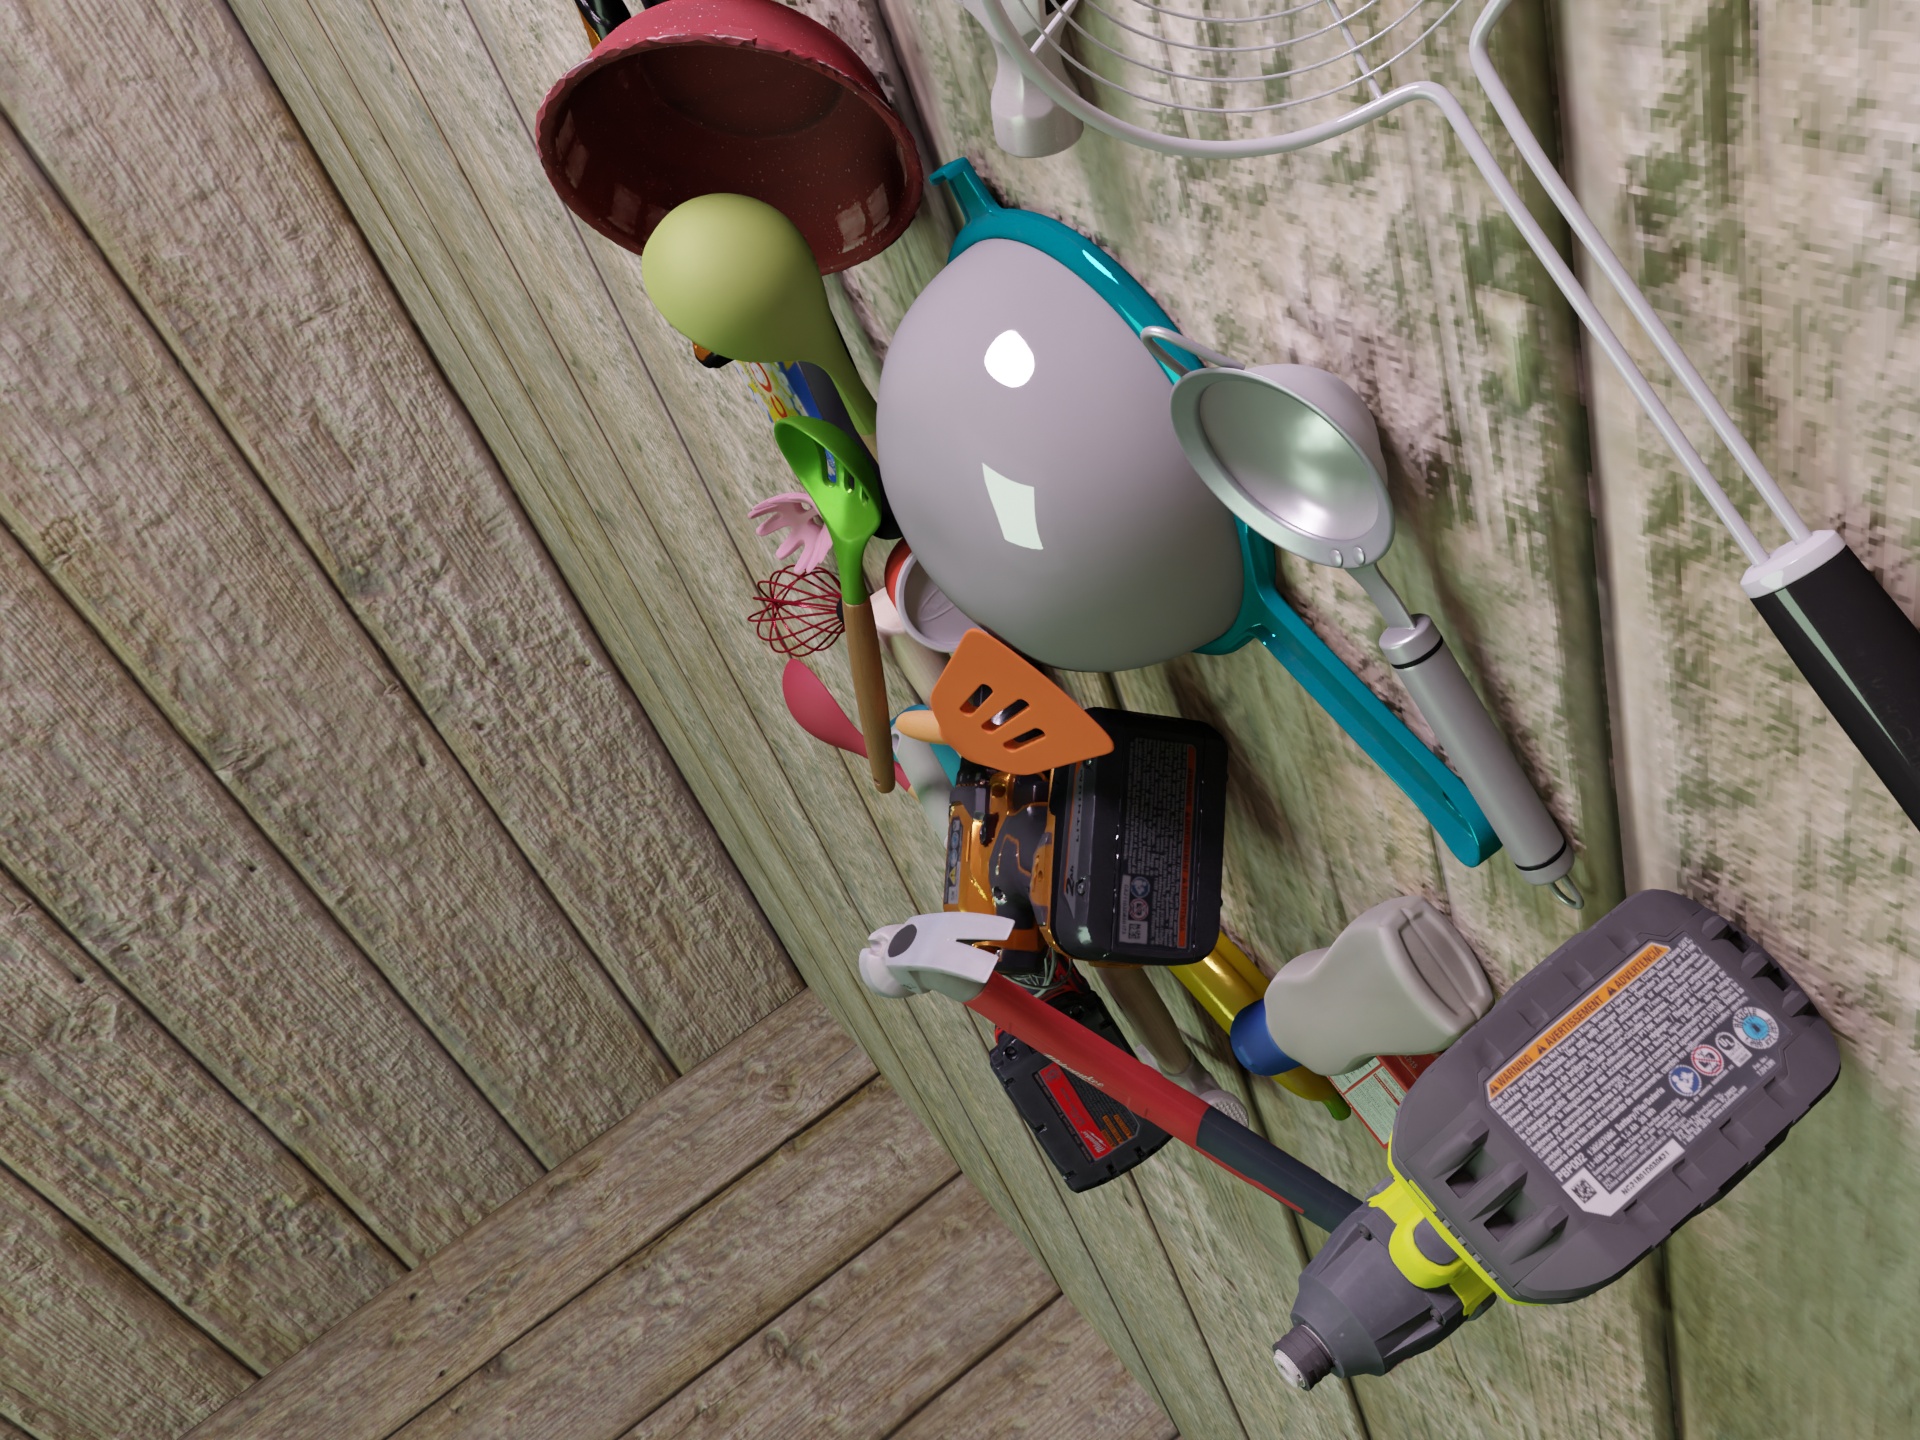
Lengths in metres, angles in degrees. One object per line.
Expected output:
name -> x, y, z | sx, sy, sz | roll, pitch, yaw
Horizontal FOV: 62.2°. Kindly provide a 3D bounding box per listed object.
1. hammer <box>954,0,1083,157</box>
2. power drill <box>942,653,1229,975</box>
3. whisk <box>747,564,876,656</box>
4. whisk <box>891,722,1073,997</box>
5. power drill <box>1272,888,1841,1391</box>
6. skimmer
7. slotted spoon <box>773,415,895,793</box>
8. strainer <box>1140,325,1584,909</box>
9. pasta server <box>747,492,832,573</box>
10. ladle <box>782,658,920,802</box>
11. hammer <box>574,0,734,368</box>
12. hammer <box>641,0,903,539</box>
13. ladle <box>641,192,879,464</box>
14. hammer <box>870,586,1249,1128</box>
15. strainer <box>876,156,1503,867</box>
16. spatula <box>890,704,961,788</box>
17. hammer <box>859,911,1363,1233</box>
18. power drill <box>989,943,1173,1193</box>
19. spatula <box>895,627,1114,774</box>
hammer -> -0.095, -0.305, 0.574 | 0.331, 0.031, 0.129 | 29, 151, 30
power drill -> 0.053, 0.042, 0.835 | 0.226, 0.084, 0.185 | 162, 114, -68
whisk -> -0.086, -0.079, 1.138 | 0.073, 0.073, 0.296 | 60, 160, -17
whisk -> 0.005, 0.081, 1.014 | 0.247, 0.059, 0.057 | 59, 141, 43
power drill -> 0.192, 0.162, 0.557 | 0.080, 0.171, 0.223 | 49, 161, 24
skimmer -> 0.142, -0.073, 0.350 | 0.363, 0.090, 0.127 | 54, 134, -2
slotted spoon -> -0.059, -0.055, 0.915 | 0.070, 0.031, 0.313 | 33, 151, 27
strainer -> 0.146, -0.034, 0.528 | 0.258, 0.050, 0.087 | 54, 163, -17
pasta server -> -0.073, -0.134, 1.011 | 0.060, 0.040, 0.316 | 50, 166, -15
ladle -> -0.013, 0.061, 1.140 | 0.315, 0.031, 0.069 | 37, 157, 11
hammer -> -0.167, -0.320, 0.761 | 0.127, 0.034, 0.336 | 44, 159, 42
hammer -> -0.092, -0.242, 0.803 | 0.146, 0.035, 0.334 | 31, 149, 58
ladle -> -0.042, -0.122, 0.760 | 0.319, 0.062, 0.078 | 51, -146, -49
hammer -> 0.056, 0.089, 1.018 | 0.410, 0.038, 0.146 | 58, 177, -16
strainer -> 0.064, -0.051, 0.637 | 0.341, 0.095, 0.210 | 50, 165, 25
spatula -> -0.008, -0.010, 1.063 | 0.082, 0.044, 0.317 | 44, 163, 5
hammer -> 0.131, 0.210, 0.819 | 0.386, 0.038, 0.143 | 34, 159, -15
power drill -> 0.077, 0.227, 1.082 | 0.187, 0.080, 0.227 | 58, -179, -14
spatula -> -0.001, -0.003, 0.818 | 0.081, 0.041, 0.322 | 39, 175, -8
